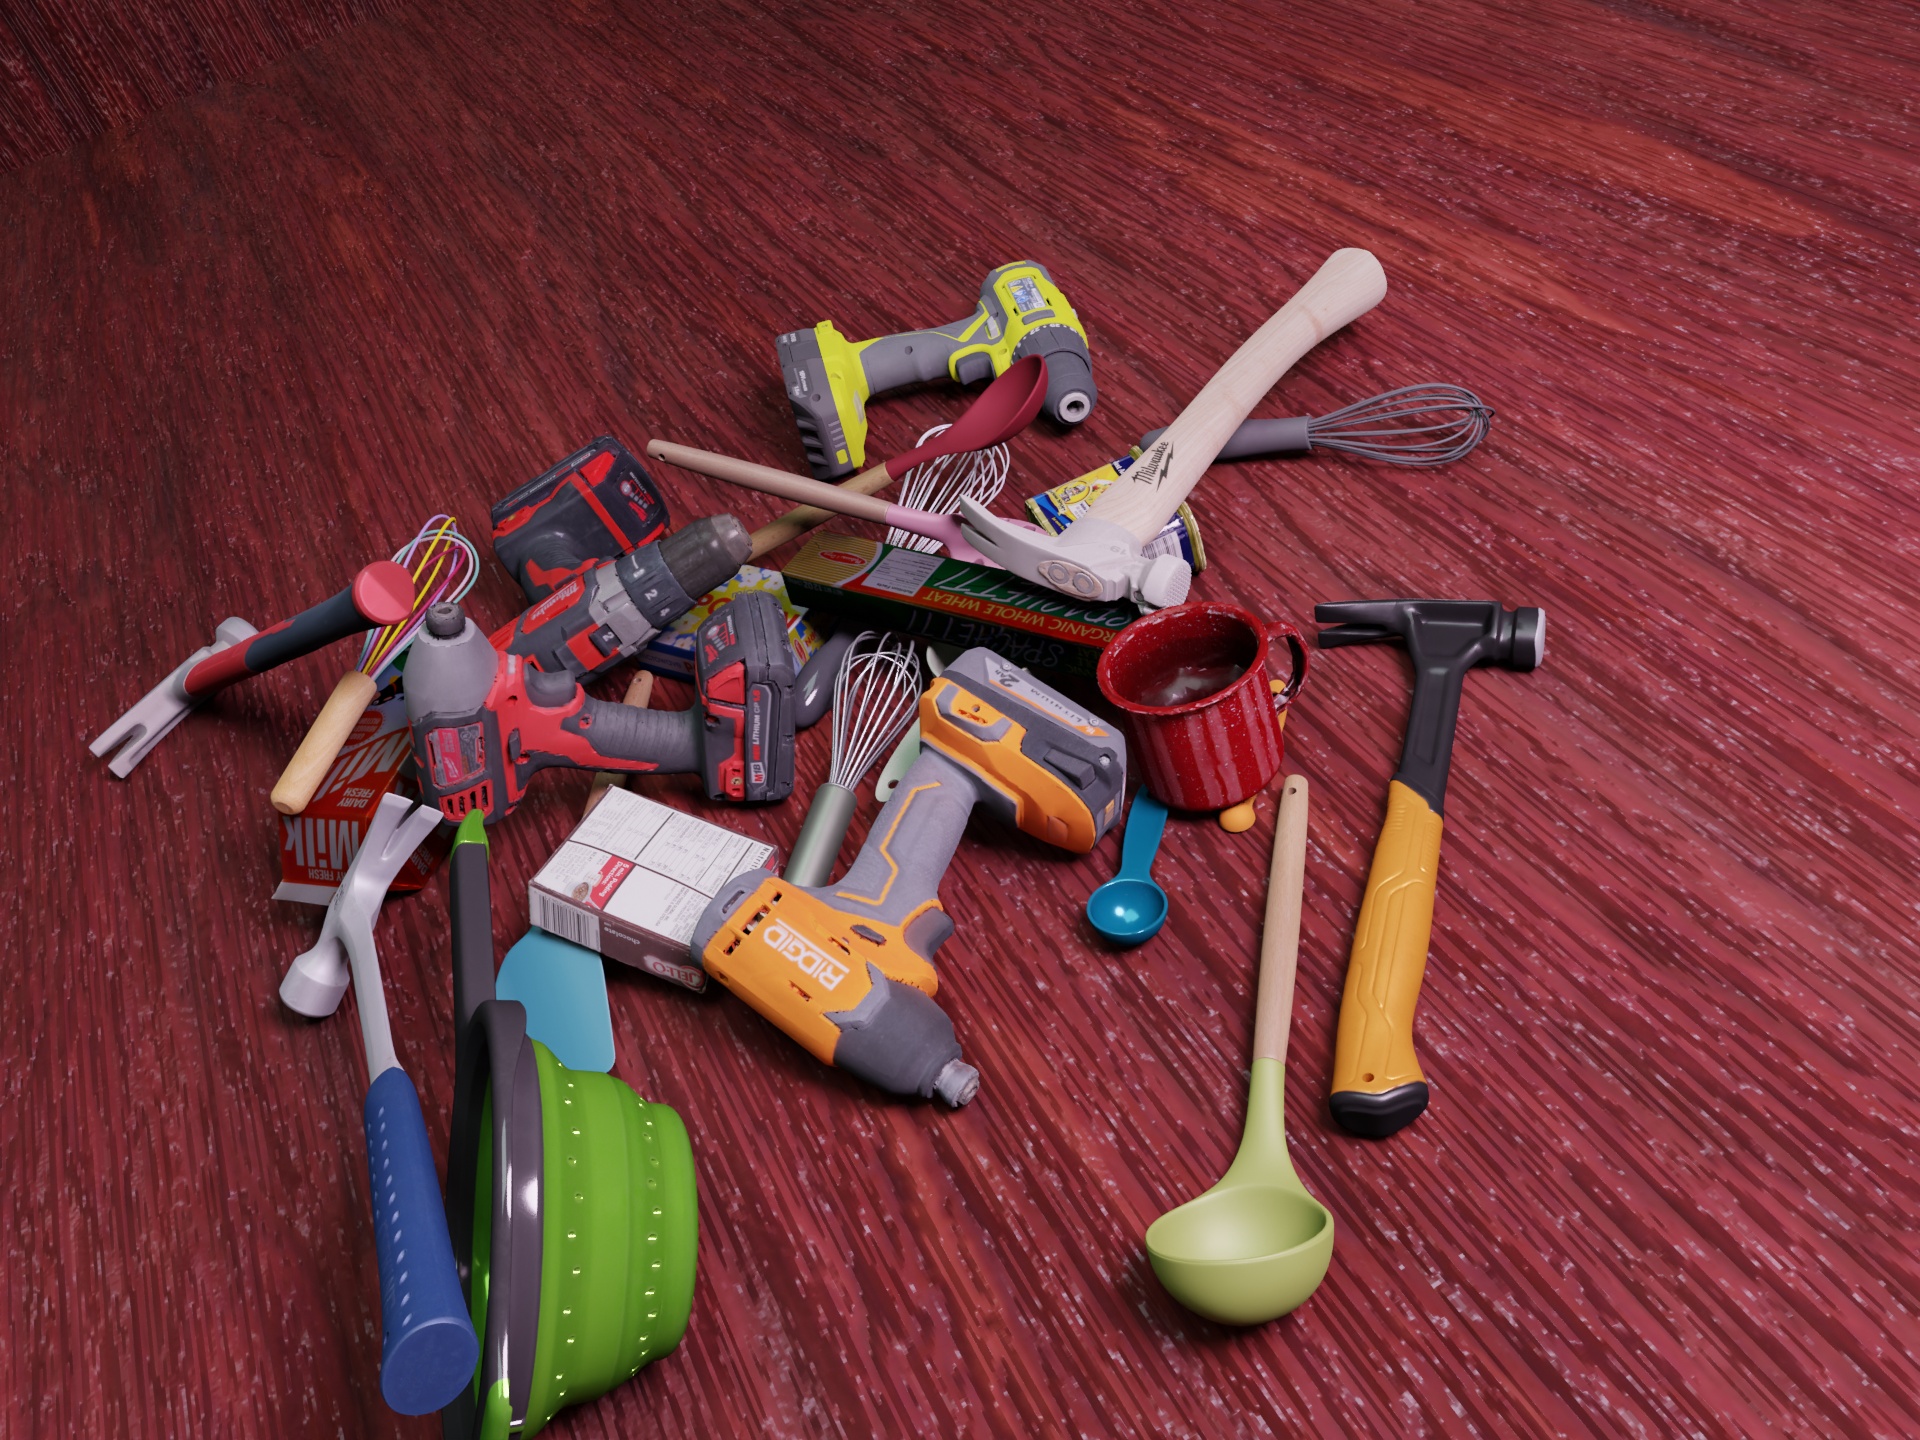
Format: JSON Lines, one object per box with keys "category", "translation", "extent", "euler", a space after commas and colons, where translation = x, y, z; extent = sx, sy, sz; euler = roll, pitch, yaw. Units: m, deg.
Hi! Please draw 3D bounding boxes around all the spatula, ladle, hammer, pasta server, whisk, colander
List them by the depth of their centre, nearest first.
{"category": "ladle", "translation": [0.144, 0.134, 0.751], "extent": [0.078, 0.062, 0.320], "euler": [-8, 40, 24]}
{"category": "hammer", "translation": [-0.273, 0.166, 0.759], "extent": [0.144, 0.035, 0.406], "euler": [-61, 31, 7]}
{"category": "colander", "translation": [-0.194, 0.179, 0.767], "extent": [0.094, 0.204, 0.398], "euler": [4, 35, -22]}
{"category": "hammer", "translation": [0.222, 0.058, 0.815], "extent": [0.127, 0.034, 0.337], "euler": [3, 47, 22]}
{"category": "whisk", "translation": [-0.071, 0.039, 0.939], "extent": [0.059, 0.057, 0.246], "euler": [-30, 32, 44]}
{"category": "spatula", "translation": [-0.221, 0.078, 0.964], "extent": [0.082, 0.044, 0.318], "euler": [-9, 39, 11]}
{"category": "whisk", "translation": [-0.374, -0.039, 1.022], "extent": [0.047, 0.051, 0.245], "euler": [-19, 41, 37]}
{"category": "hammer", "translation": [0.163, -0.209, 1.031], "extent": [0.146, 0.038, 0.411], "euler": [23, 50, 24]}
{"category": "pasta server", "translation": [-0.074, -0.138, 1.038], "extent": [0.316, 0.060, 0.040], "euler": [18, 42, 19]}
{"category": "hammer", "translation": [-0.463, -0.038, 1.044], "extent": [0.386, 0.038, 0.143], "euler": [-10, 36, 49]}
{"category": "whisk", "translation": [0.234, -0.193, 1.068], "extent": [0.239, 0.055, 0.055], "euler": [0, 45, 26]}
{"category": "whisk", "translation": [-0.043, -0.103, 1.069], "extent": [0.070, 0.070, 0.285], "euler": [11, 55, 29]}
{"category": "ladle", "translation": [-0.069, -0.158, 1.082], "extent": [0.315, 0.031, 0.069], "euler": [-25, 37, 24]}

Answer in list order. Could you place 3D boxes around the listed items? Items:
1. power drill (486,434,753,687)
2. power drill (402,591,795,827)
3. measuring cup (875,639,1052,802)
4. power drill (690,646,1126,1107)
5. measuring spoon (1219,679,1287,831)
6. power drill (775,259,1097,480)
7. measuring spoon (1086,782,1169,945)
{"category": "power drill", "translation": [-0.236, -0.112, 1.080], "extent": [0.188, 0.080, 0.227], "euler": [-31, 33, 4]}
{"category": "power drill", "translation": [-0.210, -0.011, 0.930], "extent": [0.219, 0.143, 0.079], "euler": [-4, 39, -11]}
{"category": "measuring cup", "translation": [-0.002, -0.003, 0.959], "extent": [0.083, 0.038, 0.168], "euler": [13, 53, 30]}
{"category": "power drill", "translation": [-0.008, 0.085, 0.832], "extent": [0.164, 0.084, 0.226], "euler": [33, 66, 22]}
{"category": "measuring spoon", "translation": [0.166, 0.016, 0.895], "extent": [0.021, 0.011, 0.117], "euler": [5, 47, 24]}
{"category": "power drill", "translation": [-0.014, -0.260, 1.203], "extent": [0.228, 0.080, 0.191], "euler": [-16, 42, -1]}
{"category": "measuring spoon", "translation": [0.098, 0.077, 0.859], "extent": [0.042, 0.021, 0.129], "euler": [1, 37, 17]}
